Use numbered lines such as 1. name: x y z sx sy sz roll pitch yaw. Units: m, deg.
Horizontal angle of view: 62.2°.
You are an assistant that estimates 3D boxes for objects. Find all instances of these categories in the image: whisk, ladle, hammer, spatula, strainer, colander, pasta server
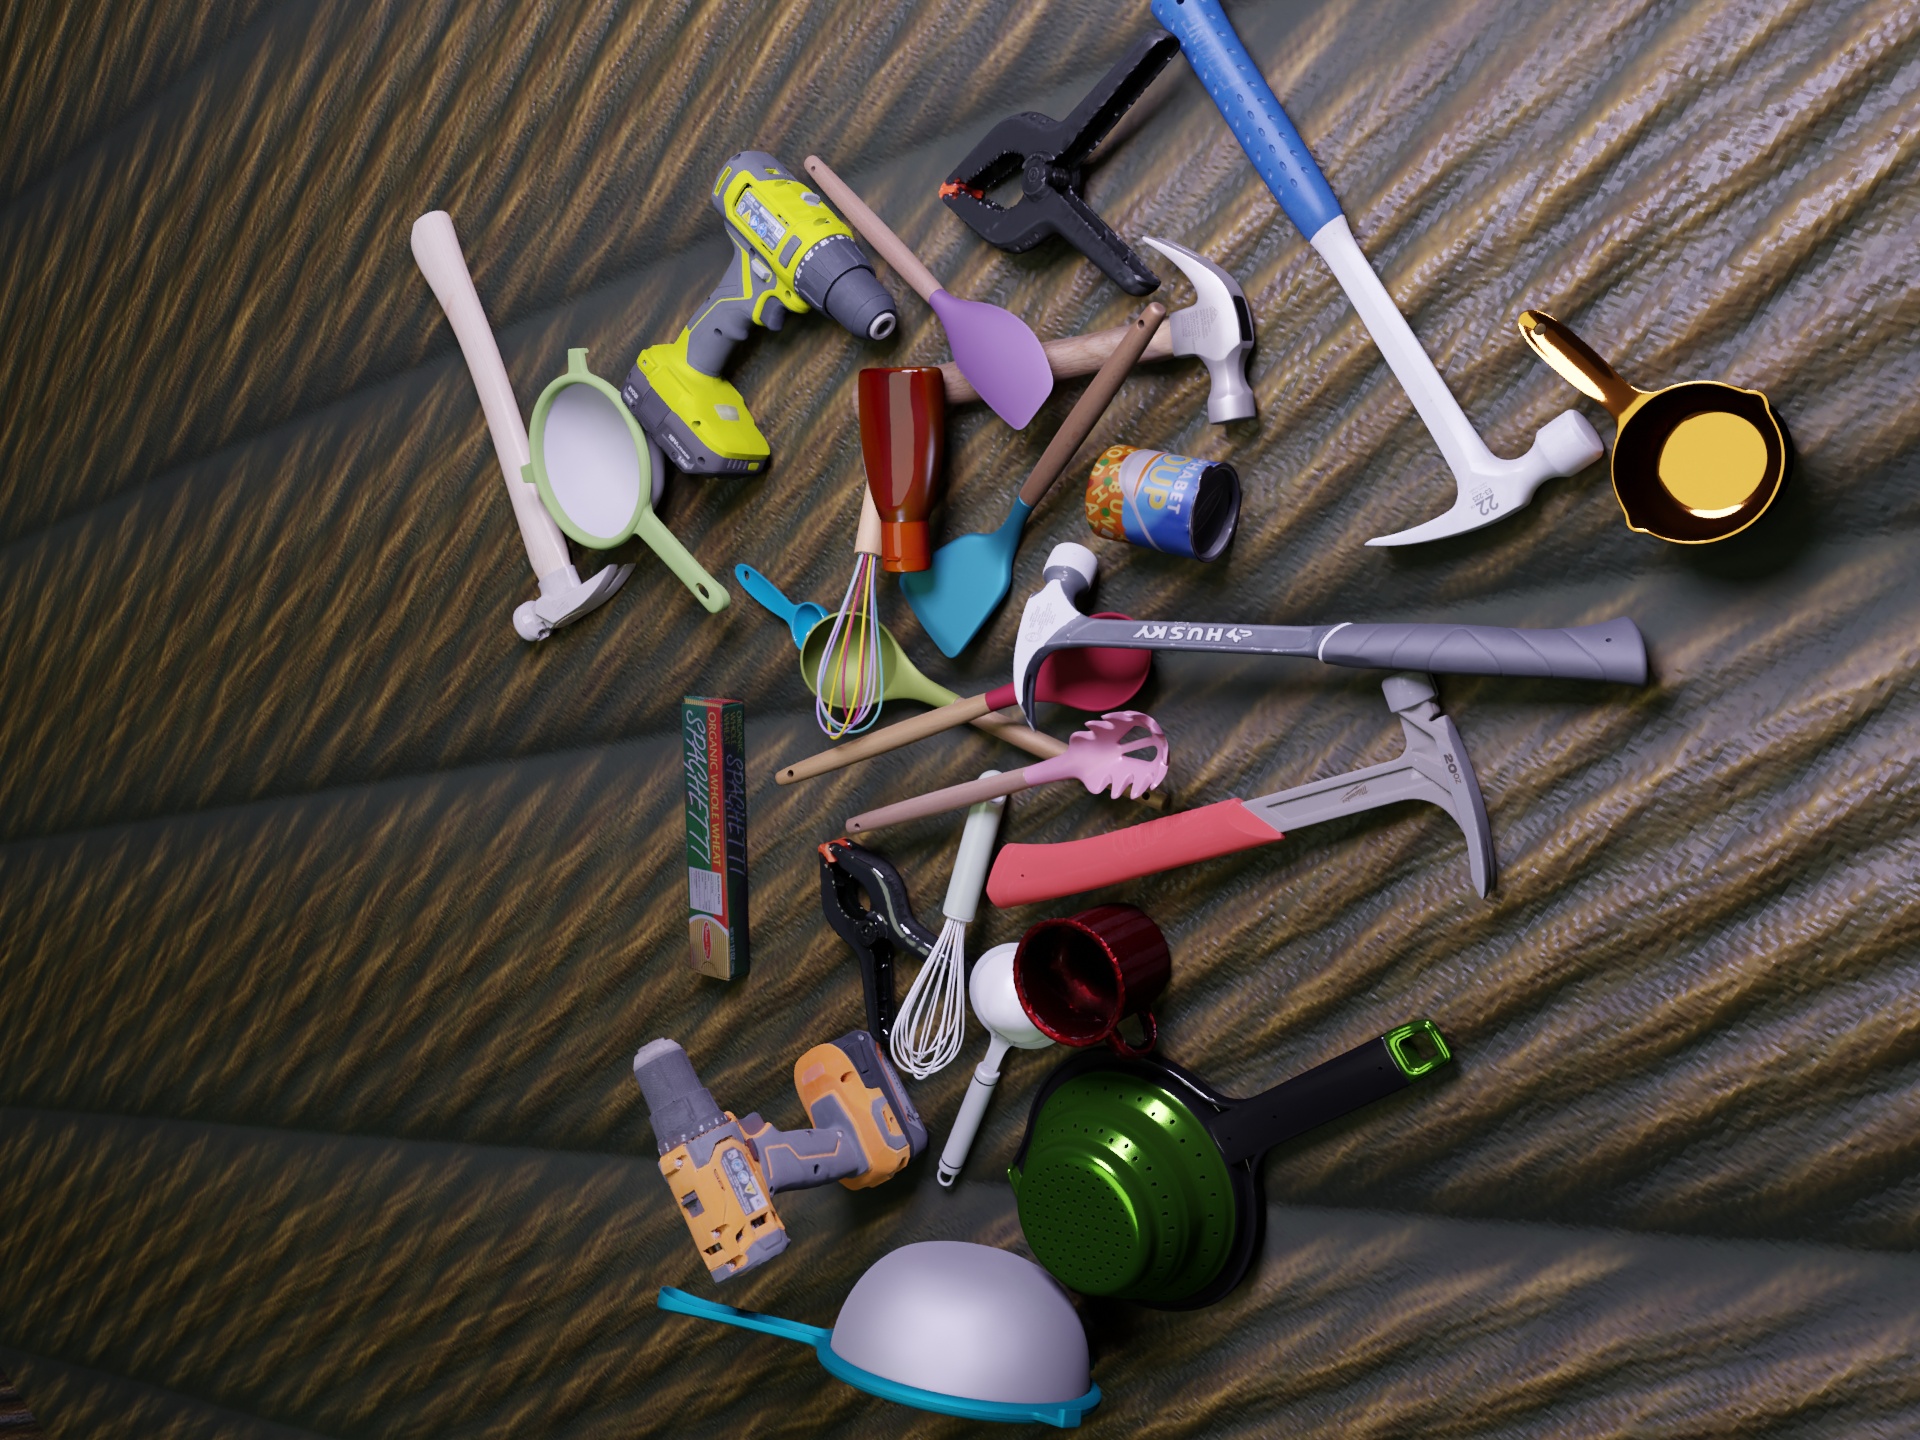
1. whisk: -0.071 -0.104 1.204 0.051 0.047 0.245 8 79 5
2. ladle: 0.012 -0.001 1.195 0.320 0.062 0.078 25 103 28
3. hammer: 0.229 -0.294 0.993 0.144 0.035 0.406 -36 76 35
4. hammer: 0.054 -0.255 1.133 0.331 0.031 0.130 -3 97 37
5. spatula: 0.053 -0.170 1.120 0.082 0.044 0.317 57 138 20
6. strainer: 0.024 0.272 1.245 0.087 0.050 0.258 26 117 15
7. hammer: 0.218 -0.047 1.010 0.409 0.149 0.036 5 144 30
8. spatula: -0.030 -0.327 1.166 0.059 0.018 0.316 -53 59 24
9. hammer: -0.421 -0.288 1.479 0.146 0.038 0.411 -25 82 35
10. strainer: -0.057 0.430 1.187 0.340 0.211 0.095 9 81 10
11. strainer: -0.265 -0.190 1.362 0.256 0.069 0.151 47 128 15
12. colander: 0.162 0.308 1.111 0.397 0.094 0.204 -38 75 35
13. pasta server: 0.026 0.049 1.168 0.316 0.040 0.060 -18 94 38
14. ladle: -0.002 -0.004 1.171 0.315 0.031 0.069 -20 76 21
15. hammer: 0.174 0.085 1.085 0.359 0.036 0.149 -19 86 33
16. whisk: -0.004 0.157 1.220 0.059 0.057 0.246 -155 80 -69

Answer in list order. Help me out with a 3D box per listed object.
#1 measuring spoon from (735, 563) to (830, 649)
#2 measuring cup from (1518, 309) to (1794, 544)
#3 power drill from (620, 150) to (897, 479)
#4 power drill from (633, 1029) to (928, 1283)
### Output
1. measuring spoon: -0.145 -0.098 1.323 0.129 0.021 0.042 39 120 36
2. measuring cup: 0.384 -0.172 0.889 0.174 0.052 0.095 50 123 21
3. power drill: -0.159 -0.303 1.257 0.191 0.080 0.228 49 120 21
4. power drill: -0.147 0.316 1.260 0.084 0.226 0.185 -38 75 35
